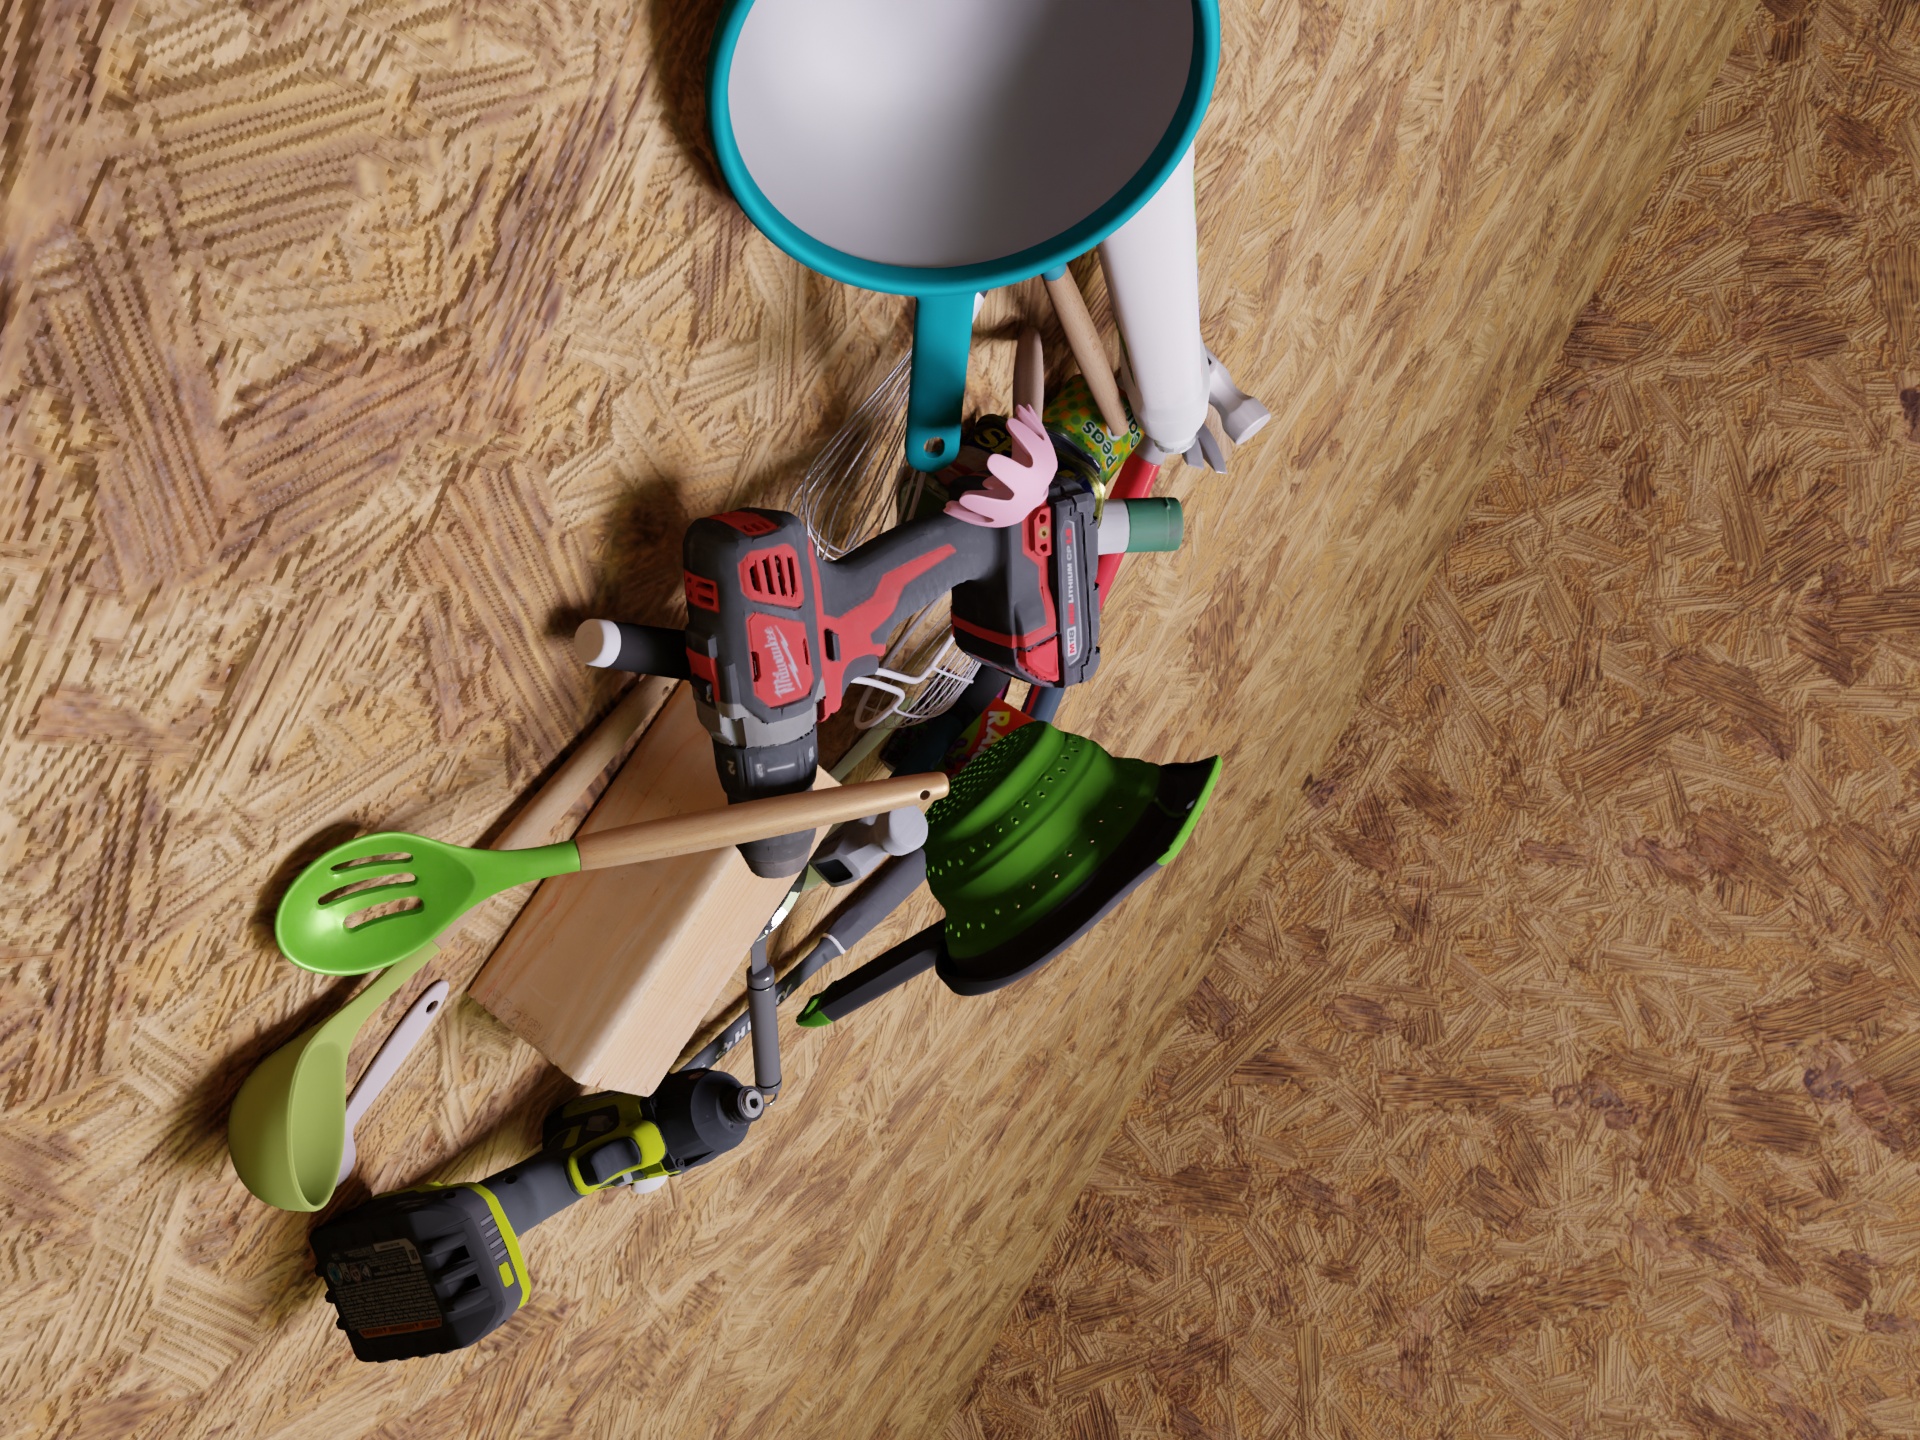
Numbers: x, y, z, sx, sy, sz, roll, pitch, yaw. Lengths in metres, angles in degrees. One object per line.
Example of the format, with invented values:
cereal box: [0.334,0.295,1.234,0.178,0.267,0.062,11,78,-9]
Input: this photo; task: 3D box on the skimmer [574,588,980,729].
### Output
skimmer: [-0.094,-0.050,0.908,0.127,0.090,0.363,-47,155,22]

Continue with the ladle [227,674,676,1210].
ladle: [-0.232,0.094,0.779,0.320,0.062,0.078,-53,166,-24]

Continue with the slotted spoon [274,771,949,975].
slotted spoon: [-0.153,0.059,0.744,0.313,0.031,0.070,-11,121,-19]

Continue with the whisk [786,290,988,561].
whisk: [-0.015,-0.201,0.875,0.284,0.070,0.070,-64,159,-2]

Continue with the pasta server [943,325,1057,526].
pasta server: [0.030,-0.173,0.864,0.060,0.040,0.316,-52,-166,24]

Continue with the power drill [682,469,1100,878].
power drill: [-0.035,-0.032,0.825,0.226,0.080,0.187,-19,117,-34]

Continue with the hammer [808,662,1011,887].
hammer: [-0.002,-0.003,1.068,0.128,0.033,0.331,-29,-164,44]

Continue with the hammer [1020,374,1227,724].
hammer: [0.089,-0.059,1.200,0.038,0.143,0.386,8,120,-24]

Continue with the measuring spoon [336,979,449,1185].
measuring spoon: [-0.296,0.189,0.813,0.124,0.018,0.034,-57,159,-8]

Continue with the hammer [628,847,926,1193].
hammer: [-0.108,0.174,1.197,0.409,0.036,0.149,-41,151,-41]

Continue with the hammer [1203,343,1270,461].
hammer: [0.185,-0.242,1.215,0.031,0.130,0.331,-40,172,8]

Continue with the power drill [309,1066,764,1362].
power drill: [-0.227,0.262,0.893,0.171,0.080,0.223,-22,180,36]

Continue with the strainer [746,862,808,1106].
strainer: [-0.136,0.163,1.054,0.087,0.050,0.258,-30,133,-39]

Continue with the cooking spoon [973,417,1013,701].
cooking spoon: [0.030,-0.096,1.163,0.069,0.017,0.318,-46,156,-31]

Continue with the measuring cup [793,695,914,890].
measuring cup: [-0.074,0.049,1.093,0.167,0.038,0.083,-48,156,-22]

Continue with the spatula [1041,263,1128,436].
spatula: [0.070,-0.242,0.904,0.317,0.044,0.082,48,38,-65]

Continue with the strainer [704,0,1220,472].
strainer: [-0.010,-0.254,0.719,0.211,0.095,0.340,-7,150,-9]

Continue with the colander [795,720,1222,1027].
colander: [-0.011,0.103,1.041,0.397,0.094,0.204,-35,-169,39]
